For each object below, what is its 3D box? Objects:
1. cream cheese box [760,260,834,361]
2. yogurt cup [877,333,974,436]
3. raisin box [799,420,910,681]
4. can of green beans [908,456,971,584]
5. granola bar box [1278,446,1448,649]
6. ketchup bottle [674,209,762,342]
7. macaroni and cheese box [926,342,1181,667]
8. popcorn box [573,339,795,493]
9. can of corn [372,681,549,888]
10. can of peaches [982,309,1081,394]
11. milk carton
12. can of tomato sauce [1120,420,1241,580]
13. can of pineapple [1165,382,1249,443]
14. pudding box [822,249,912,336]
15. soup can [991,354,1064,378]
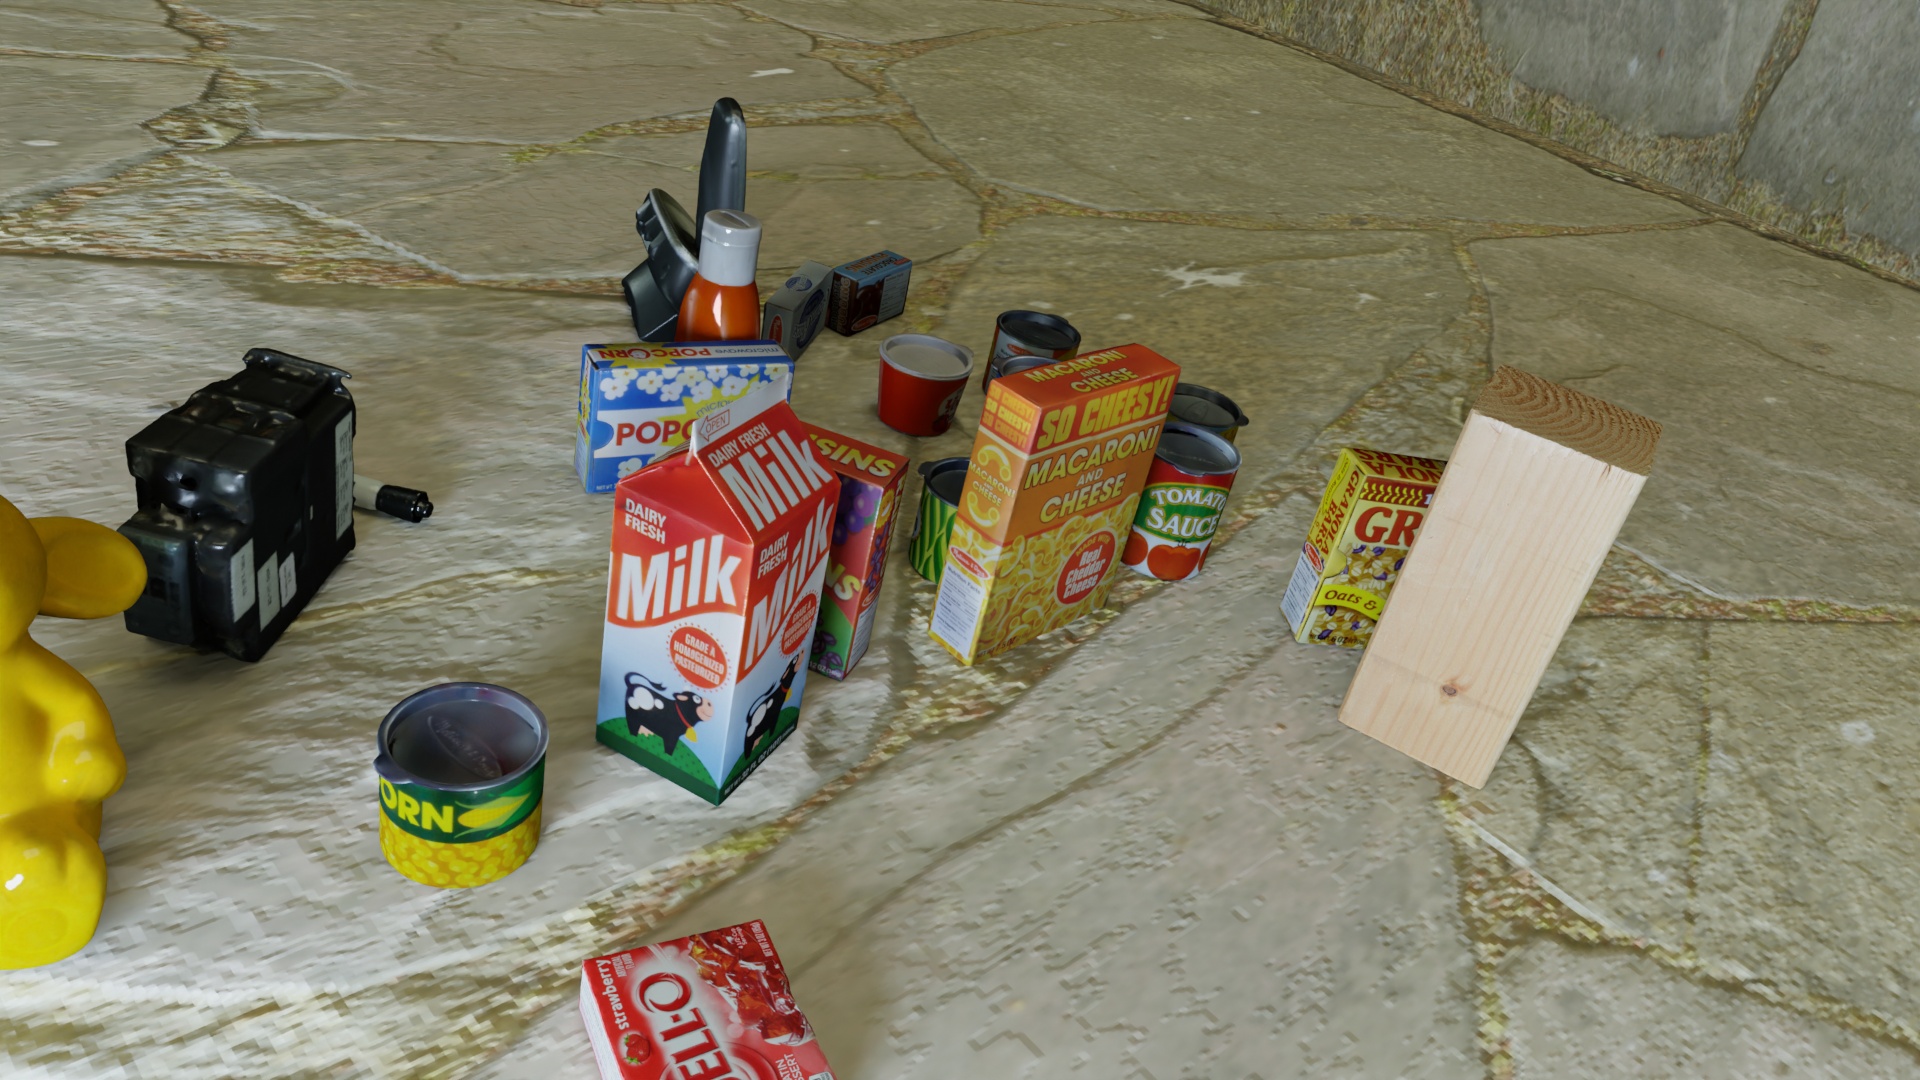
[{"bbox_3d":[-0.125,-0.171,1.057,0.024,0.053,0.104,17,31,4],"label":"cream cheese box"},{"bbox_3d":[-0.029,-0.111,0.998,0.072,0.053,0.073,10,31,-6],"label":"yogurt cup"},{"bbox_3d":[-0.082,0.002,0.730,0.086,0.122,0.040,21,32,11],"label":"raisin box"},{"bbox_3d":[0.005,-0.010,0.846,0.071,0.057,0.071,10,31,-6],"label":"can of green beans"},{"bbox_3d":[0.298,0.013,0.862,0.166,0.123,0.039,6,32,-12],"label":"granola bar box"},{"bbox_3d":[-0.157,-0.138,0.901,0.044,0.148,0.065,-19,44,-42],"label":"ketchup bottle"},{"bbox_3d":[0.051,-0.022,0.779,0.040,0.165,0.124,36,37,32],"label":"macaroni and cheese box"},{"bbox_3d":[-0.171,-0.078,0.860,0.127,0.084,0.038,-6,36,-29],"label":"popcorn box"},{"bbox_3d":[-0.210,0.103,0.580,0.071,0.058,0.071,10,31,-6],"label":"can of corn"},{"bbox_3d":[0.055,-0.138,1.071,0.071,0.057,0.071,10,31,-6],"label":"can of peaches"},{"bbox_3d":[-0.109,0.018,0.629,0.073,0.189,0.073,24,32,16],"label":"milk carton"},{"bbox_3d":[0.138,-0.025,0.898,0.071,0.082,0.071,10,31,-6],"label":"can of tomato sauce"},{"bbox_3d":[0.167,-0.074,1.013,0.071,0.057,0.071,10,31,-6],"label":"can of pineapple"},{"bbox_3d":[-0.075,-0.202,1.130,0.030,0.049,0.084,27,34,20],"label":"pudding box"},{"bbox_3d":[0.047,-0.075,0.943,0.071,0.083,0.072,10,31,-6],"label":"soup can"}]
